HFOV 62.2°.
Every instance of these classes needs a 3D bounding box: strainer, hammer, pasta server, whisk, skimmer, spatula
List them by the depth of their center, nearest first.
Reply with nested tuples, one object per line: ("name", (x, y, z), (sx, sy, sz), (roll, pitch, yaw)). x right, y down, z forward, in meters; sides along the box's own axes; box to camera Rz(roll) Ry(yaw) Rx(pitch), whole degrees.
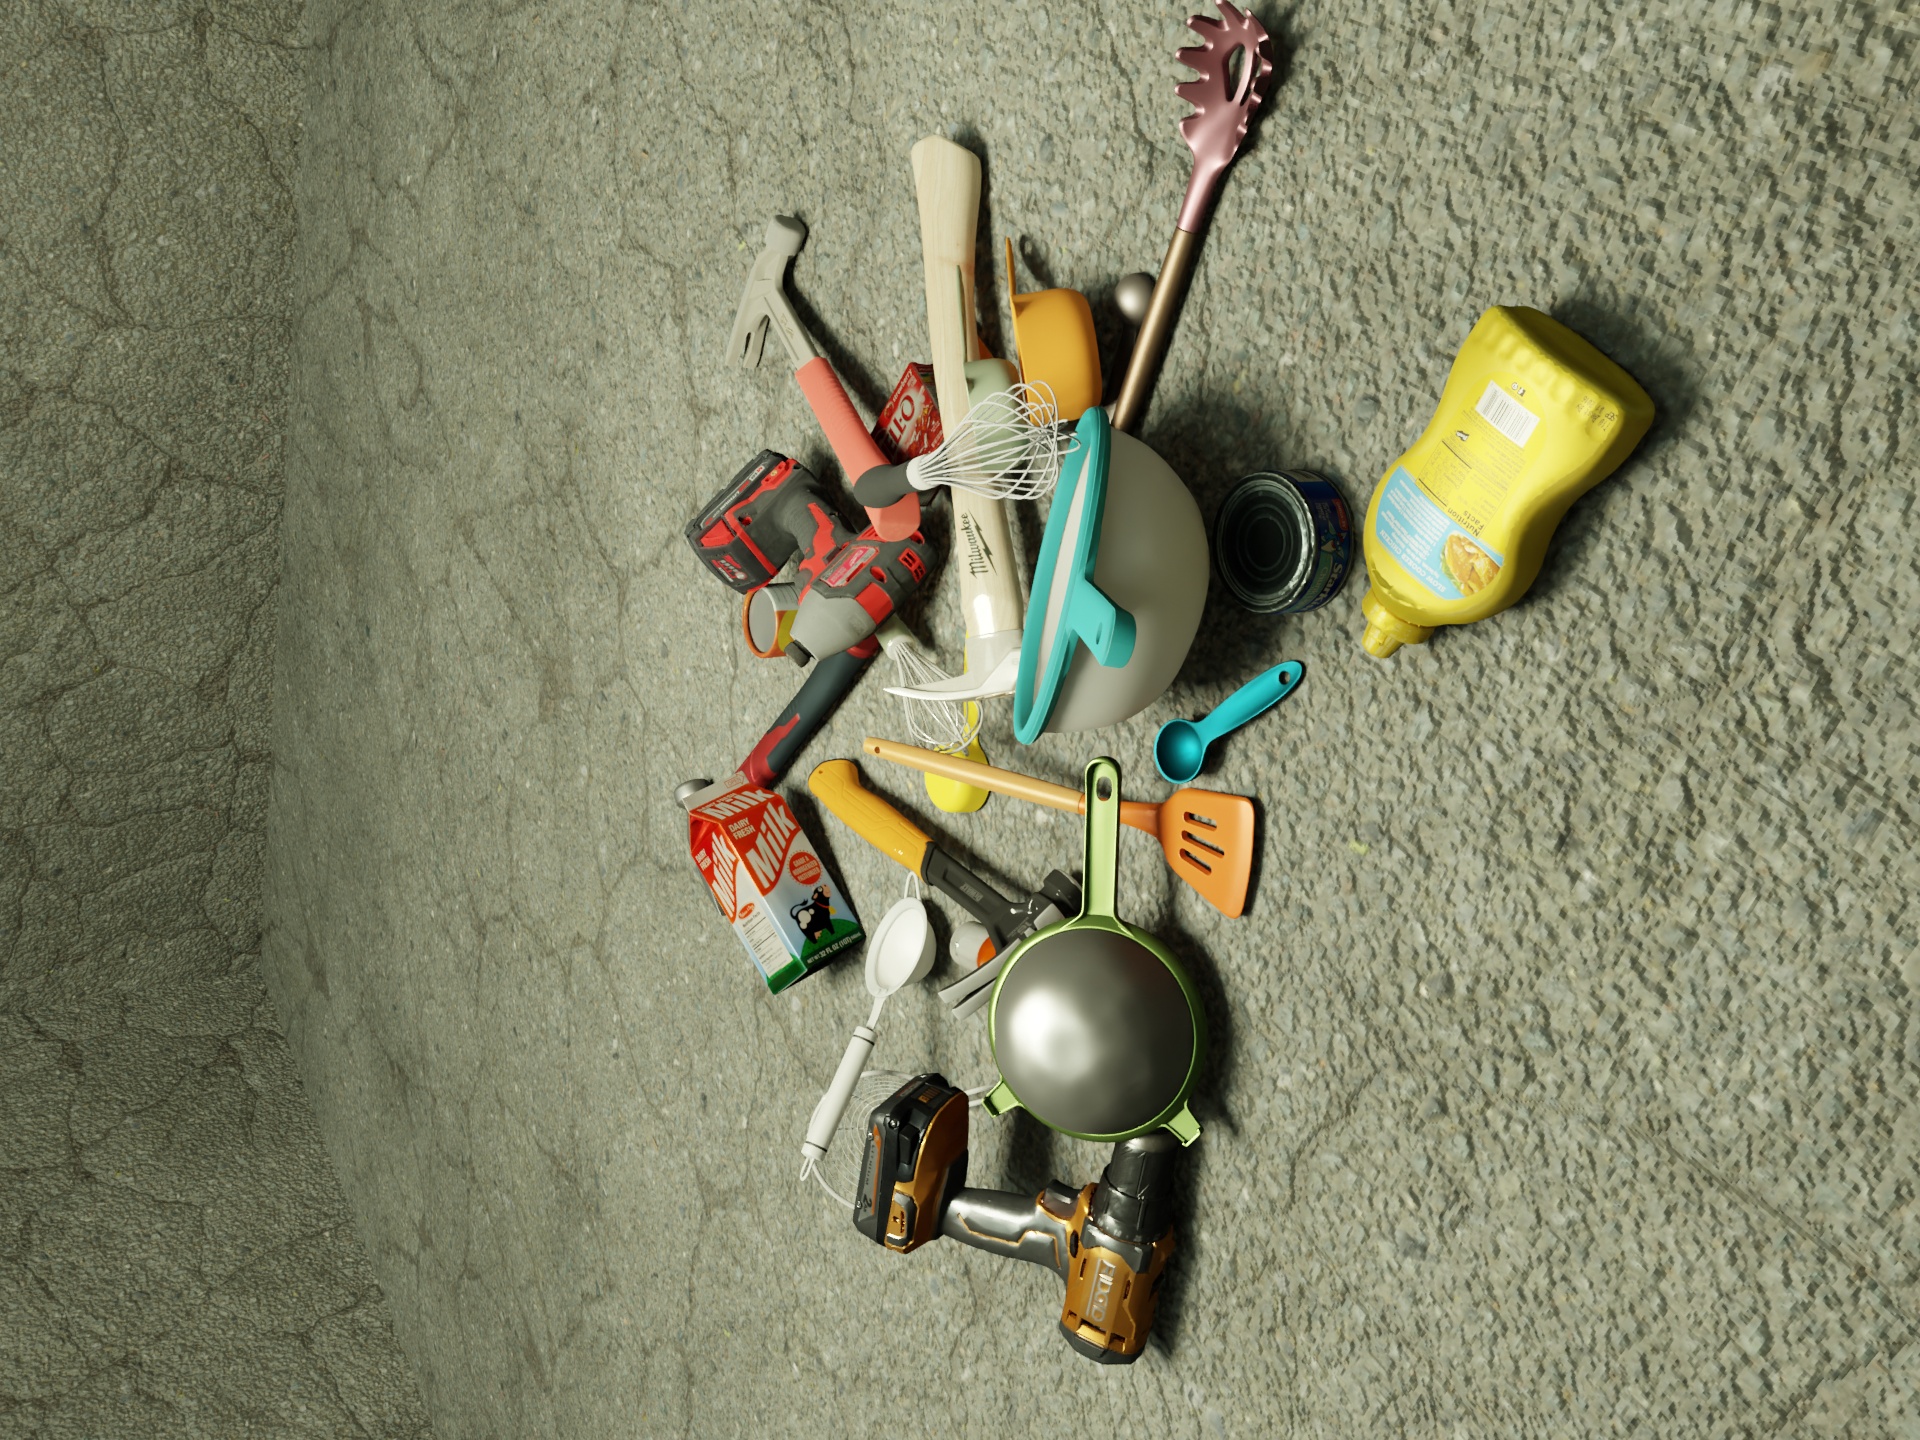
("strainer", (0.103, -0.067, 0.921), (0.340, 0.095, 0.211), (-102, 24, -77))
("pasta server", (0.128, -0.280, 0.993), (0.060, 0.040, 0.316), (38, 127, 31))
("strainer", (0.081, 0.152, 1.023), (0.151, 0.069, 0.256), (3, 94, 22))
("whisk", (-0.008, -0.167, 1.034), (0.285, 0.070, 0.070), (1, 96, 64))
("spatula", (0.059, 0.053, 1.095), (0.323, 0.041, 0.081), (14, 108, 31))
("hammer", (-0.005, -0.218, 1.149), (0.146, 0.038, 0.411), (-9, 83, 23))
("skimmer", (0.011, 0.302, 1.206), (0.127, 0.090, 0.363), (53, 140, -5))
("whisk", (-0.043, -0.053, 1.247), (0.059, 0.057, 0.247), (-34, 45, 3))
("hammer", (-0.040, 0.109, 1.249), (0.337, 0.127, 0.034), (33, 162, 53))
("strainer", (-0.072, 0.247, 1.277), (0.087, 0.050, 0.258), (-11, 50, 58))
("hammer", (-0.114, -0.261, 1.299), (0.359, 0.036, 0.149), (62, 140, 39))
("hammer", (-0.165, 0.040, 1.453), (0.386, 0.038, 0.143), (-47, 60, 47))

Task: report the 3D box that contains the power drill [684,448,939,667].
("power drill", (-0.126, -0.129, 1.291), (0.143, 0.078, 0.220), (-47, 43, -8))

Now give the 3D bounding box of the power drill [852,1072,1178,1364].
("power drill", (0.045, 0.328, 1.122), (0.226, 0.084, 0.185), (19, 111, 24))

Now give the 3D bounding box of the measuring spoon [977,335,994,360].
("measuring spoon", (0.014, -0.275, 1.180), (0.021, 0.011, 0.117), (-50, 59, 40))

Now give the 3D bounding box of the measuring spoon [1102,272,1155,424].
("measuring spoon", (0.103, -0.234, 1.052), (0.034, 0.018, 0.124), (37, 125, 45))

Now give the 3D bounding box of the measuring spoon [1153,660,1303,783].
("measuring spoon", (0.173, -0.001, 1.000), (0.128, 0.021, 0.042), (-39, 61, 40))

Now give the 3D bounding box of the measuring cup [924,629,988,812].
("measuring cup", (-0.002, -0.004, 1.225), (0.062, 0.029, 0.156), (20, 111, 52))

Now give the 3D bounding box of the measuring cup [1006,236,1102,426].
("measuring cup", (0.061, -0.275, 1.076), (0.095, 0.052, 0.174), (77, -173, -53))

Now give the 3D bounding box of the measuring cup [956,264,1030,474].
("measuring cup", (0.021, -0.248, 1.092), (0.083, 0.038, 0.168), (74, -171, -66))
